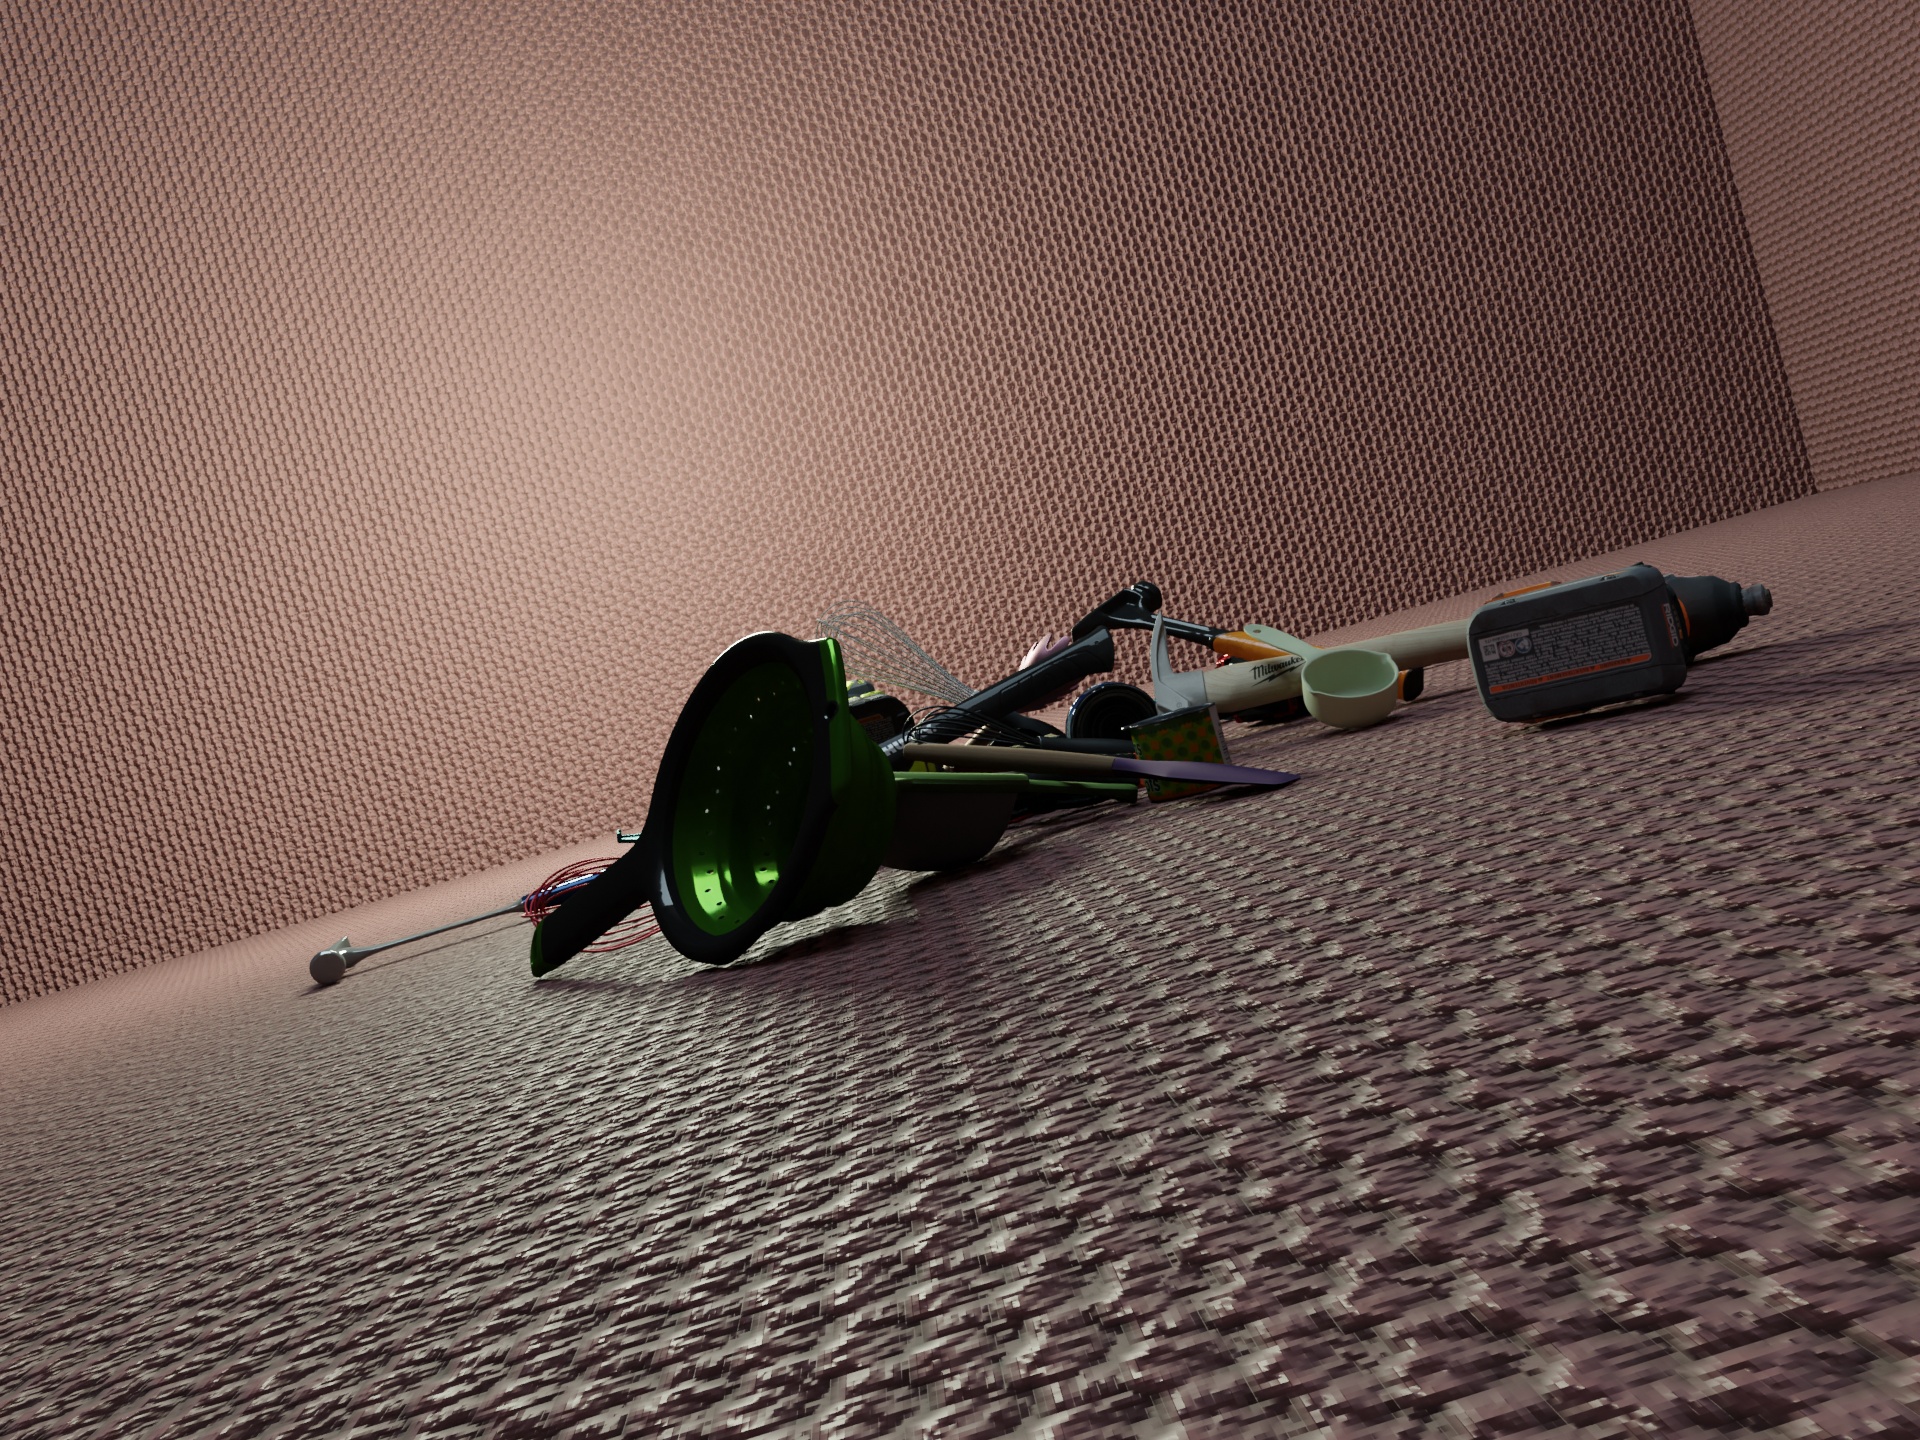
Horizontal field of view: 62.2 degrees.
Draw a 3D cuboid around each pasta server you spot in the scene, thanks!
[{"bbox_3d":[0.031,0.011,1.626,0.040,0.060,0.316,-41,-4,-39],"label":"pasta server"}]

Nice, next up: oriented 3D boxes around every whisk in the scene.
[{"bbox_3d":[-0.012,-0.031,1.535,0.284,0.070,0.070,28,-1,-3],"label":"whisk"},{"bbox_3d":[-0.186,0.124,1.218,0.295,0.073,0.073,-9,-1,-23],"label":"whisk"},{"bbox_3d":[0.067,0.021,1.360,0.239,0.055,0.055,6,-4,-15],"label":"whisk"}]

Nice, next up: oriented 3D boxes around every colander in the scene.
[{"bbox_3d":[-0.156,0.091,1.037,0.094,0.205,0.397,17,-38,-36],"label":"colander"}]

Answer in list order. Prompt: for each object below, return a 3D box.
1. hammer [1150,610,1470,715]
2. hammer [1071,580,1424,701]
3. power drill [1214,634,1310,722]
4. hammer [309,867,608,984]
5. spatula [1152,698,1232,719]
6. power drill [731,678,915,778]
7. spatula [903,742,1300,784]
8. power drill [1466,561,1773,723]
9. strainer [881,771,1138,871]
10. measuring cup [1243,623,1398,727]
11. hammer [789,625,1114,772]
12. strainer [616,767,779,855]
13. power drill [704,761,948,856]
[{"bbox_3d":[0.368,-0.064,1.355,0.410,0.146,0.038,-11,-36,10],"label":"hammer"},{"bbox_3d":[0.264,-0.066,1.467,0.337,0.034,0.127,17,38,39],"label":"hammer"},{"bbox_3d":[0.219,-0.010,1.535,0.219,0.078,0.143,-20,3,-20],"label":"power drill"},{"bbox_3d":[-0.478,0.199,1.698,0.405,0.035,0.144,-16,2,-18],"label":"hammer"},{"bbox_3d":[0.359,-0.040,1.711,0.317,0.044,0.082,-14,-2,11],"label":"spatula"},{"bbox_3d":[-0.142,0.015,1.539,0.171,0.080,0.223,-16,11,-16],"label":"power drill"},{"bbox_3d":[0.091,0.032,1.141,0.316,0.018,0.059,3,8,33],"label":"spatula"},{"bbox_3d":[0.431,-0.057,1.035,0.164,0.084,0.226,-14,-2,32],"label":"power drill"},{"bbox_3d":[0.018,0.071,1.121,0.256,0.069,0.151,4,-3,-30],"label":"strainer"},{"bbox_3d":[0.292,-0.040,1.320,0.083,0.038,0.168,-24,32,-22],"label":"measuring cup"},{"bbox_3d":[-0.002,-0.005,1.412,0.335,0.146,0.035,-28,-32,-20],"label":"hammer"},{"bbox_3d":[-0.217,0.065,1.796,0.211,0.095,0.340,2,13,31],"label":"strainer"},{"bbox_3d":[-0.124,0.084,1.555,0.228,0.080,0.190,-19,8,-32],"label":"power drill"}]
